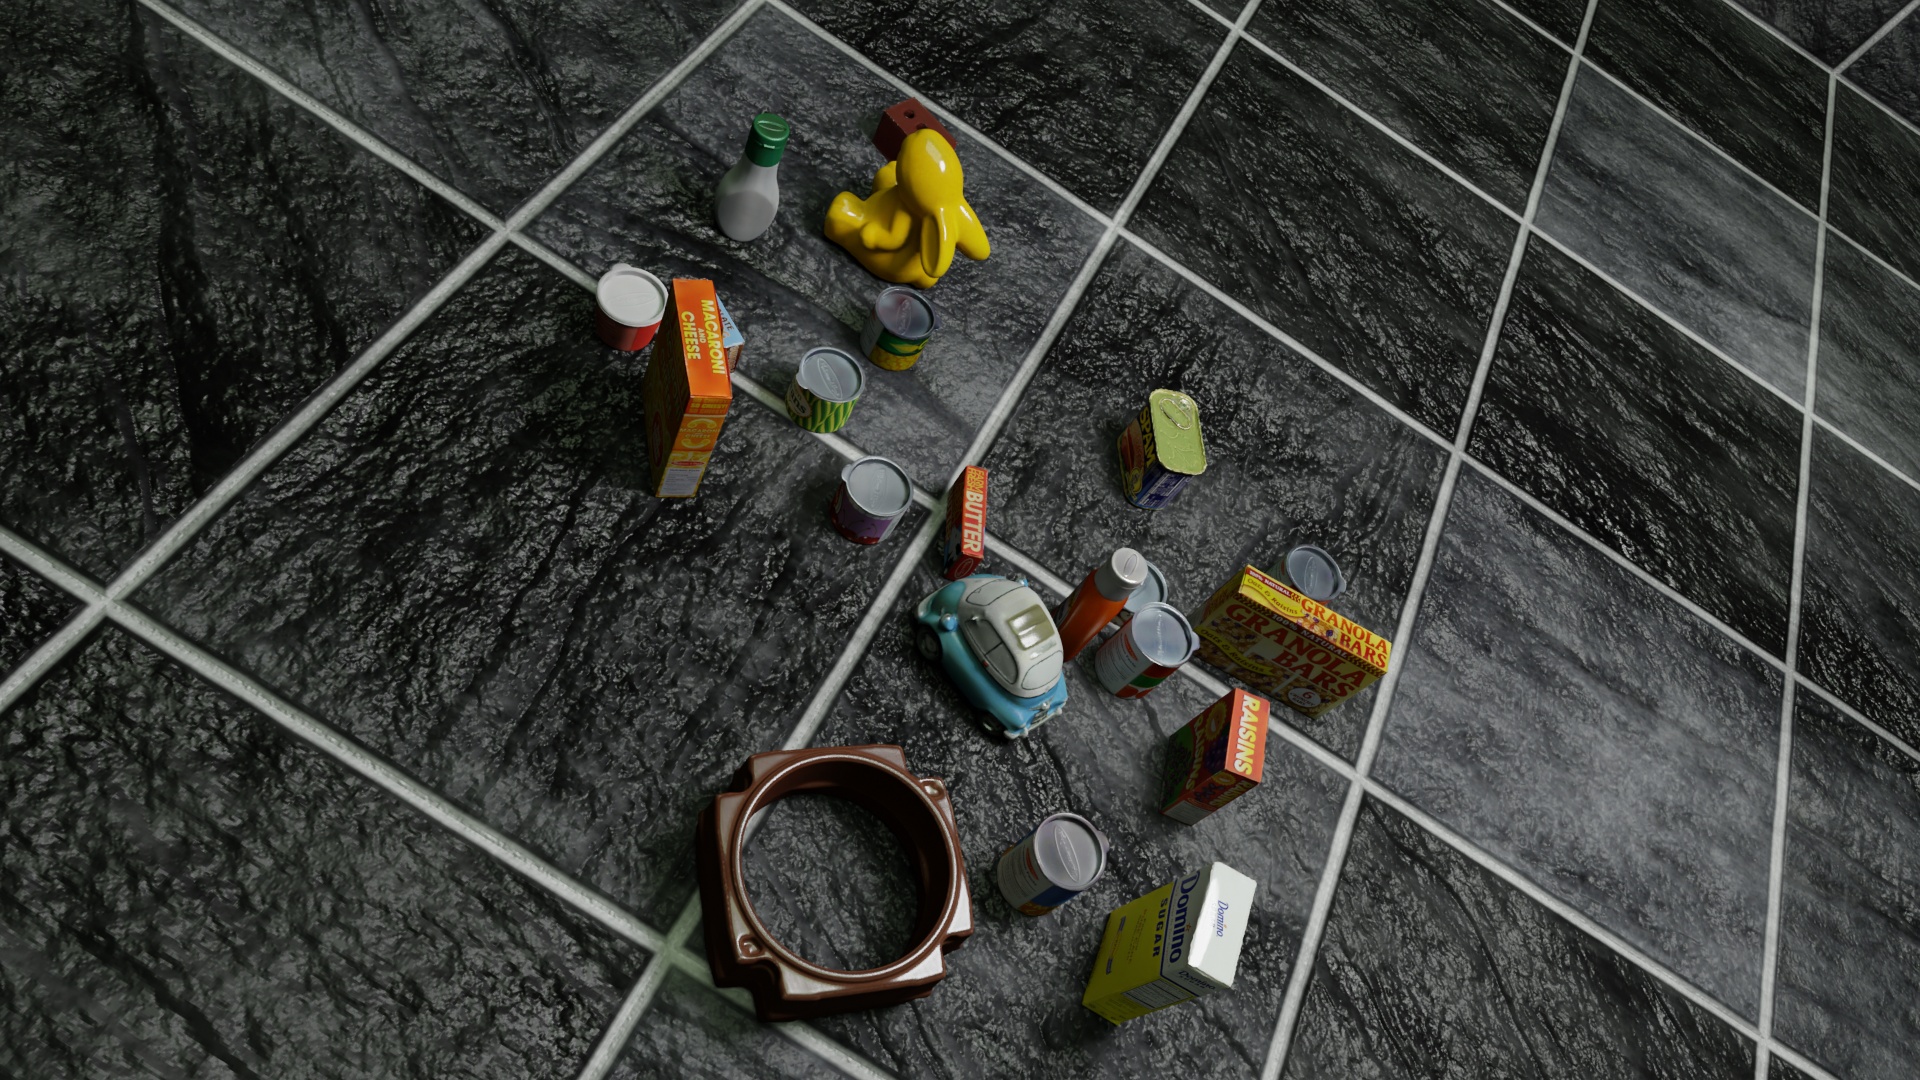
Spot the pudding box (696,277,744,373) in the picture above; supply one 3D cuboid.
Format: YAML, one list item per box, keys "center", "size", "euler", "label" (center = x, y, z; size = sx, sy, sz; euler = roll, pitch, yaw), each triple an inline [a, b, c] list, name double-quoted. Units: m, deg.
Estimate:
- center: [-0.244, -0.207, 1.348]
  size: [0.030, 0.049, 0.084]
  euler: [-21, 71, -32]
  label: "pudding box"

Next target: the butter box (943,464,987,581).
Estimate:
- center: [0.005, -0.017, 1.342]
  size: [0.024, 0.053, 0.104]
  euler: [14, 57, -16]
  label: "butter box"

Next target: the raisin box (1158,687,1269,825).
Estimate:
- center: [0.232, 0.199, 1.269]
  size: [0.040, 0.122, 0.086]
  euler: [24, 55, -10]
  label: "raisin box"

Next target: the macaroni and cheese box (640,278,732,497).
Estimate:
- center: [-0.244, -0.132, 1.231]
  size: [0.040, 0.165, 0.124]
  euler: [-1, 62, -24]
  label: "macaroni and cheese box"

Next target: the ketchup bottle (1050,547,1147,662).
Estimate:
- center: [0.126, 0.057, 1.291]
  size: [0.043, 0.148, 0.065]
  euler: [32, 54, -4]
  label: "ketchup bottle"

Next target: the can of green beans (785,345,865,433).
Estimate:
- center: [-0.133, -0.147, 1.356]
  size: [0.071, 0.057, 0.071]
  euler: [11, 57, -18]
  label: "can of green beans"

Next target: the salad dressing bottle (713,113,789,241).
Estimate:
- center: [-0.207, -0.364, 1.398]
  size: [0.064, 0.147, 0.044]
  euler: [8, 58, -19]
  label: "salad dressing bottle"

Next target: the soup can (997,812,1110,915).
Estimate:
- center: [0.079, 0.276, 1.180]
  size: [0.071, 0.083, 0.071]
  euler: [11, 57, -18]
  label: "soup can"

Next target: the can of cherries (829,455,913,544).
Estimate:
- center: [-0.087, -0.039, 1.311]
  size: [0.071, 0.058, 0.072]
  euler: [11, 57, -18]
  label: "can of cherries"

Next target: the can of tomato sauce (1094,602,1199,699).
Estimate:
- center: [0.176, 0.107, 1.325]
  size: [0.071, 0.082, 0.071]
  euler: [11, 57, -18]
  label: "can of tomato sauce"

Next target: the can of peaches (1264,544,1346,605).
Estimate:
- center: [0.358, 0.047, 1.456]
  size: [0.071, 0.057, 0.071]
  euler: [11, 57, -18]
  label: "can of peaches"

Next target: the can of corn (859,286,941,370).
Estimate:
- center: [-0.062, -0.216, 1.429]
  size: [0.071, 0.058, 0.071]
  euler: [11, 57, -18]
  label: "can of corn"

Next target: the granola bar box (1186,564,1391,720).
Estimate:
- center: [0.317, 0.102, 1.365]
  size: [0.165, 0.123, 0.039]
  euler: [28, 54, -6]
  label: "granola bar box"

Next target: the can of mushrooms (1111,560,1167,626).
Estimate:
- center: [0.171, 0.053, 1.385]
  size: [0.071, 0.033, 0.071]
  euler: [11, 57, -18]
  label: "can of mushrooms"

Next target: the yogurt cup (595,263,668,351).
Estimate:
- center: [-0.315, -0.217, 1.320]
  size: [0.072, 0.053, 0.073]
  euler: [11, 57, -18]
  label: "yogurt cup"
